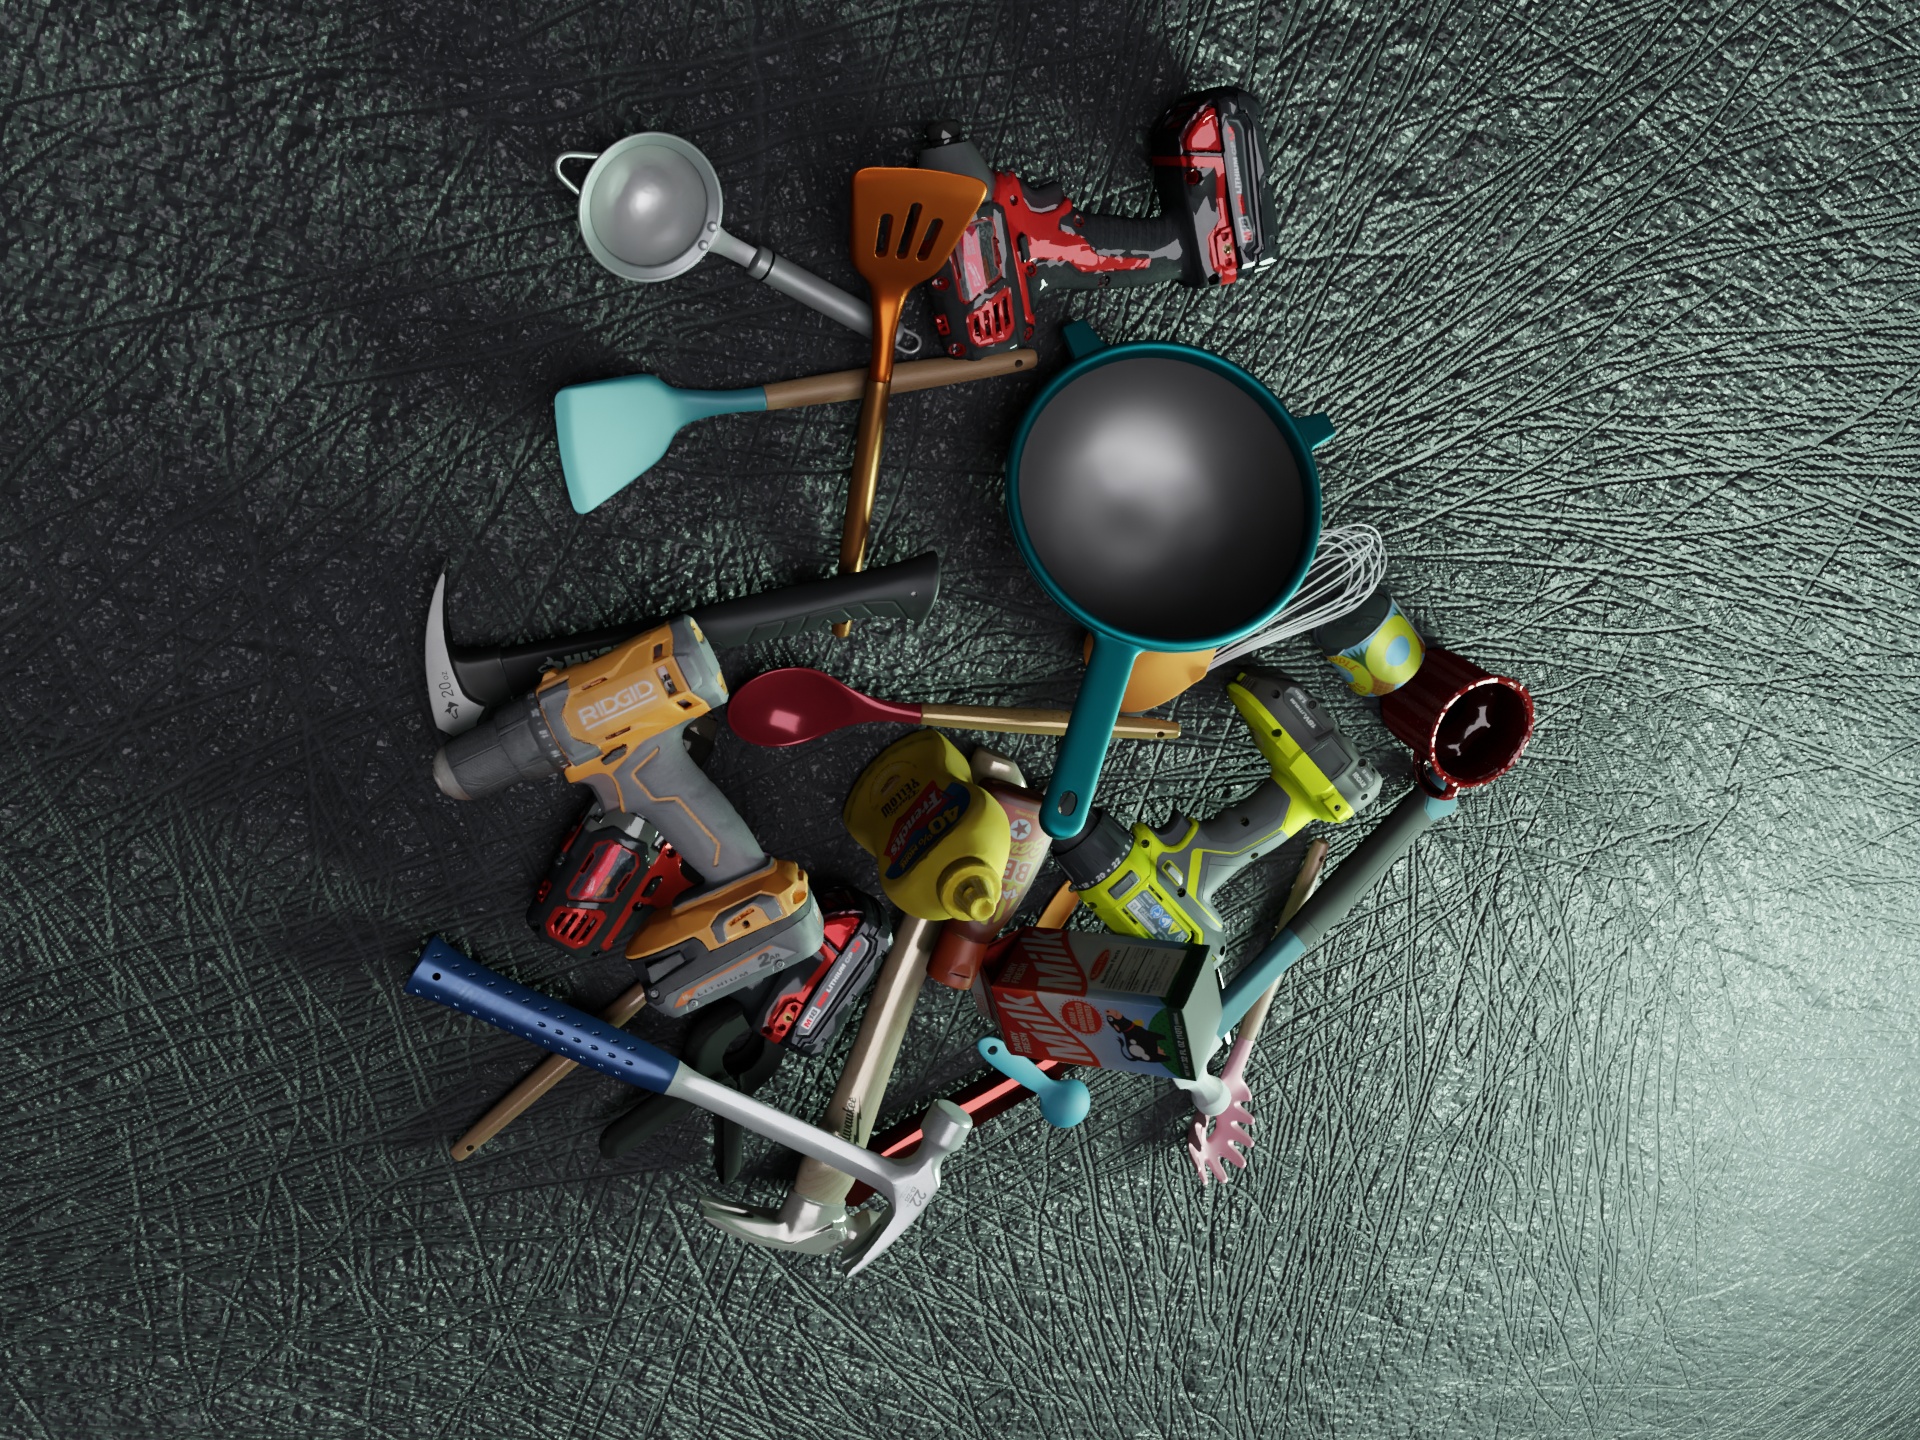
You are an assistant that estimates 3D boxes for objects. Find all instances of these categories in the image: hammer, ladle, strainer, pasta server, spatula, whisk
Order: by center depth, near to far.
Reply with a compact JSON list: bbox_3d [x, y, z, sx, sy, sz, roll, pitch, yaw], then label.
[{"bbox_3d":[-0.129,-0.279,0.959,0.258,0.050,0.087,21,110,-32],"label":"strainer"},{"bbox_3d":[-0.053,-0.188,0.995,0.081,0.041,0.322,0,124,-18],"label":"spatula"},{"bbox_3d":[-0.096,-0.201,1.003,0.317,0.044,0.082,-13,127,-16],"label":"spatula"},{"bbox_3d":[-0.175,-0.062,1.023,0.334,0.035,0.146,-13,117,-7],"label":"hammer"},{"bbox_3d":[0.106,-0.079,1.049,0.211,0.095,0.340,20,77,-5],"label":"strainer"},{"bbox_3d":[-0.002,-0.004,1.099,0.315,0.031,0.069,4,130,-7],"label":"ladle"},{"bbox_3d":[-0.197,0.262,1.123,0.405,0.035,0.144,28,94,-14],"label":"hammer"},{"bbox_3d":[-0.244,0.211,1.148,0.316,0.018,0.059,-41,121,0],"label":"spatula"},{"bbox_3d":[0.189,-0.055,1.168,0.284,0.070,0.070,-34,120,2],"label":"whisk"},{"bbox_3d":[-0.059,0.209,1.180,0.146,0.038,0.410,19,99,-22],"label":"hammer"},{"bbox_3d":[0.048,0.280,1.273,0.359,0.037,0.149,-27,119,-7],"label":"hammer"},{"bbox_3d":[0.280,0.166,1.283,0.331,0.033,0.128,-45,122,-5],"label":"hammer"},{"bbox_3d":[0.253,0.245,1.331,0.060,0.040,0.316,6,110,-33],"label":"pasta server"}]

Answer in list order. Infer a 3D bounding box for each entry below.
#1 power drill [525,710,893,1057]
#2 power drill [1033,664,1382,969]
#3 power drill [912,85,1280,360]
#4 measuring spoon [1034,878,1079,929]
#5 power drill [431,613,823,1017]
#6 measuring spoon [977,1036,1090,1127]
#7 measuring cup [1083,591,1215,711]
[{"bbox_3d":[-0.158,0.110,1.092,0.226,0.080,0.188,31,93,-18],"label":"power drill"},{"bbox_3d":[0.180,0.066,1.195,0.228,0.080,0.190,-42,103,3],"label":"power drill"},{"bbox_3d":[0.079,-0.320,0.994,0.219,0.079,0.143,-17,112,-8],"label":"power drill"},{"bbox_3d":[0.063,0.165,1.245,0.021,0.011,0.117,31,96,-26],"label":"measuring spoon"},{"bbox_3d":[-0.205,0.069,0.996,0.185,0.084,0.226,-24,102,-1],"label":"power drill"},{"bbox_3d":[0.058,0.284,1.245,0.042,0.021,0.128,-47,121,3],"label":"measuring spoon"},{"bbox_3d":[0.158,-0.083,1.136,0.173,0.095,0.052,-47,116,-16],"label":"measuring cup"}]
